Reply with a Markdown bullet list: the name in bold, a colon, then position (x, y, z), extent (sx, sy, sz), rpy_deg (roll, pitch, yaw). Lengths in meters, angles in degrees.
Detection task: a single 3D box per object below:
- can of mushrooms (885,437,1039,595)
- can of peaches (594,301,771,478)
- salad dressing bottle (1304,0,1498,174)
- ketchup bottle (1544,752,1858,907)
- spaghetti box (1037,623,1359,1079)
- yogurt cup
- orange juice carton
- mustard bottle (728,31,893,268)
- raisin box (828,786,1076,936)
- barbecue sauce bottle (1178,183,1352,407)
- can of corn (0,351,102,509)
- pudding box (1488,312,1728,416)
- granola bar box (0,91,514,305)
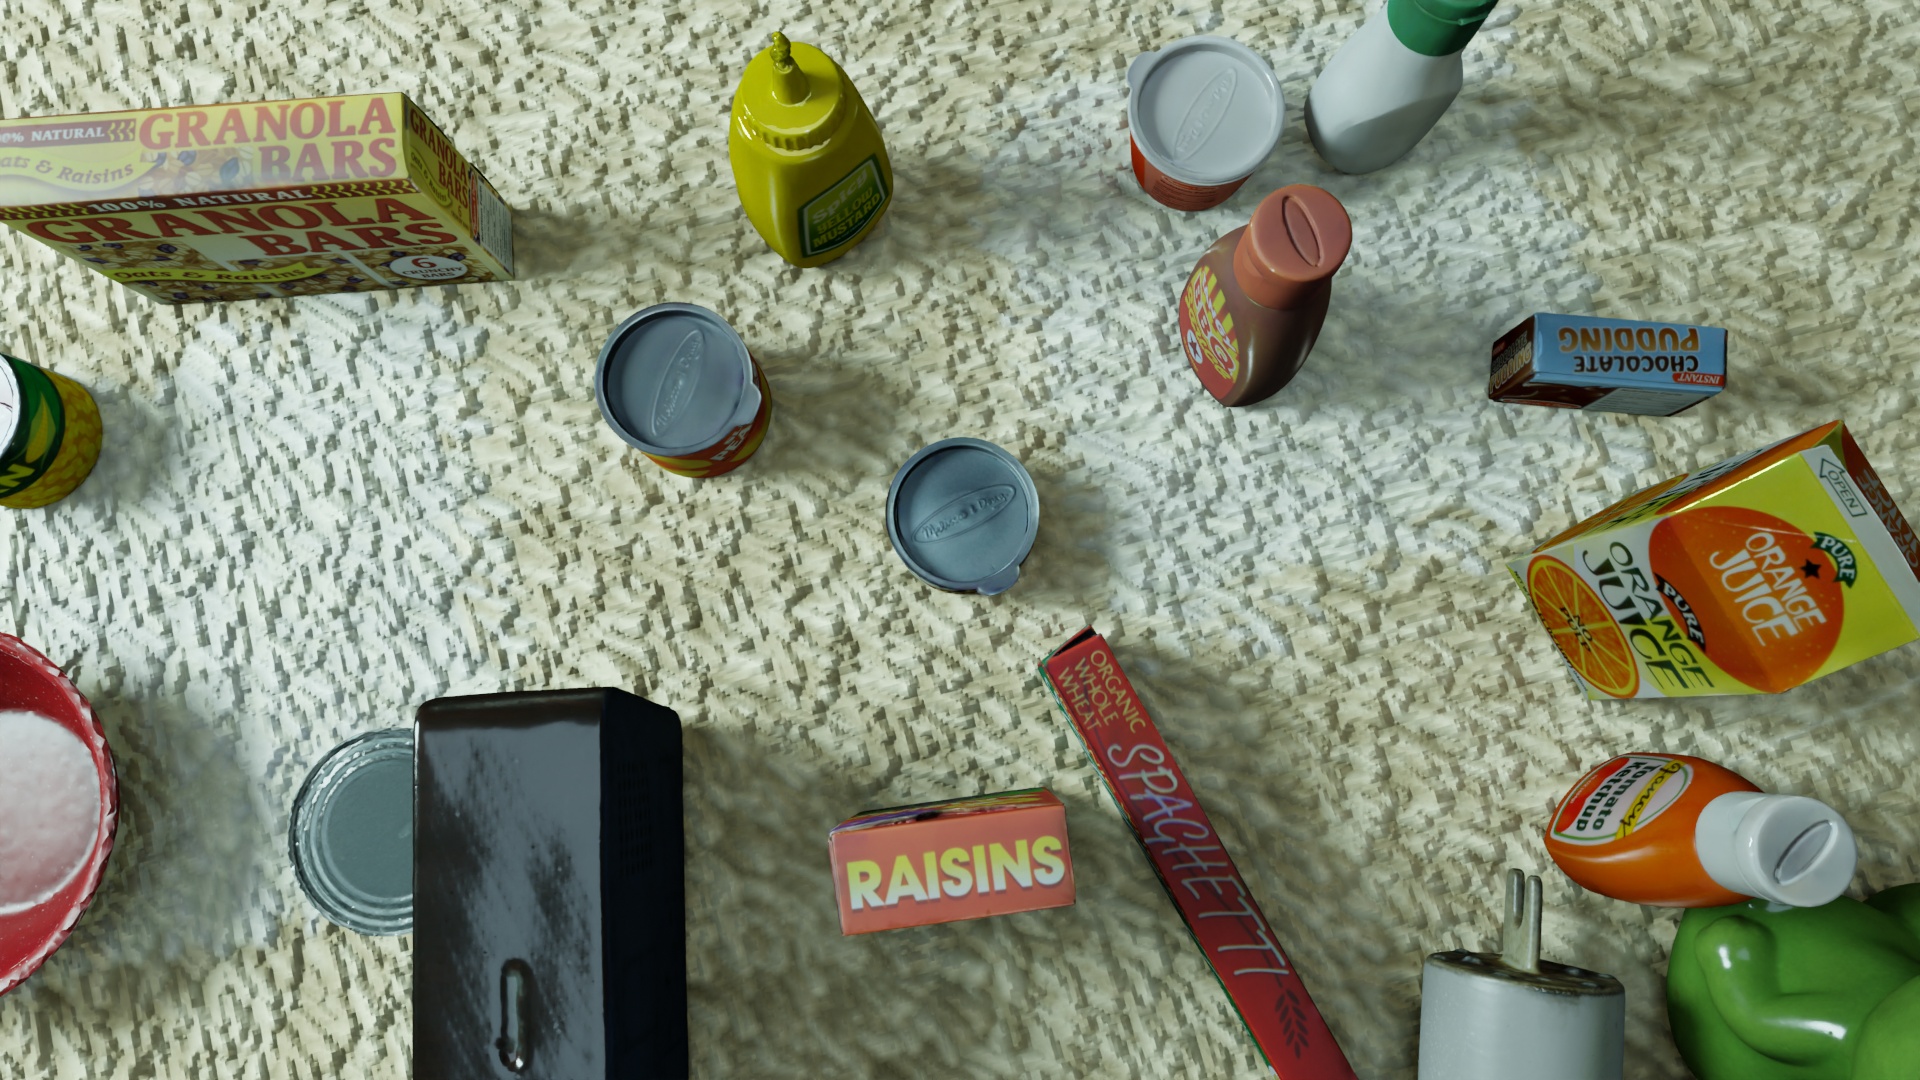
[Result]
- **can of mushrooms**: position (0.002, -0.008, 0.608), extent (0.071, 0.033, 0.071), rpy_deg (0, 82, 1)
- **can of peaches**: position (-0.116, -0.063, 0.604), extent (0.071, 0.058, 0.071), rpy_deg (0, 82, 1)
- **salad dressing bottle**: position (0.184, -0.201, 0.576), extent (0.064, 0.147, 0.044), rpy_deg (-18, 83, -2)
- **ketchup bottle**: position (0.280, 0.112, 0.530), extent (0.043, 0.148, 0.065), rpy_deg (45, 85, 6)
- **spaghetti box**: position (0.105, 0.150, 0.576), extent (0.029, 0.050, 0.250), rpy_deg (-30, 83, -3)
- **yogurt cup**: position (0.106, -0.182, 0.621), extent (0.072, 0.054, 0.072), rpy_deg (0, 82, 1)
- **orange juice carton**: position (0.288, 0.012, 0.522), extent (0.073, 0.192, 0.072), rpy_deg (-28, 83, -3)
- **mustard bottle**: position (-0.064, -0.161, 0.566), extent (0.065, 0.160, 0.049), rpy_deg (-39, 84, -4)
- **raisin box**: position (-0.002, 0.122, 0.544), extent (0.086, 0.123, 0.040), rpy_deg (-7, 83, 0)
- **barbecue sauce bottle**: position (0.122, -0.100, 0.562), extent (0.044, 0.148, 0.065), rpy_deg (-20, 83, -2)
- **can of corn**: position (-0.423, -0.047, 0.605), extent (0.071, 0.058, 0.071), rpy_deg (0, 82, 1)
- **pudding box**: position (0.281, -0.076, 0.606), extent (0.084, 0.049, 0.030), rpy_deg (5, 83, 1)
- **granola bar box**: position (-0.289, -0.140, 0.584), extent (0.166, 0.124, 0.039), rpy_deg (-4, 83, 0)
